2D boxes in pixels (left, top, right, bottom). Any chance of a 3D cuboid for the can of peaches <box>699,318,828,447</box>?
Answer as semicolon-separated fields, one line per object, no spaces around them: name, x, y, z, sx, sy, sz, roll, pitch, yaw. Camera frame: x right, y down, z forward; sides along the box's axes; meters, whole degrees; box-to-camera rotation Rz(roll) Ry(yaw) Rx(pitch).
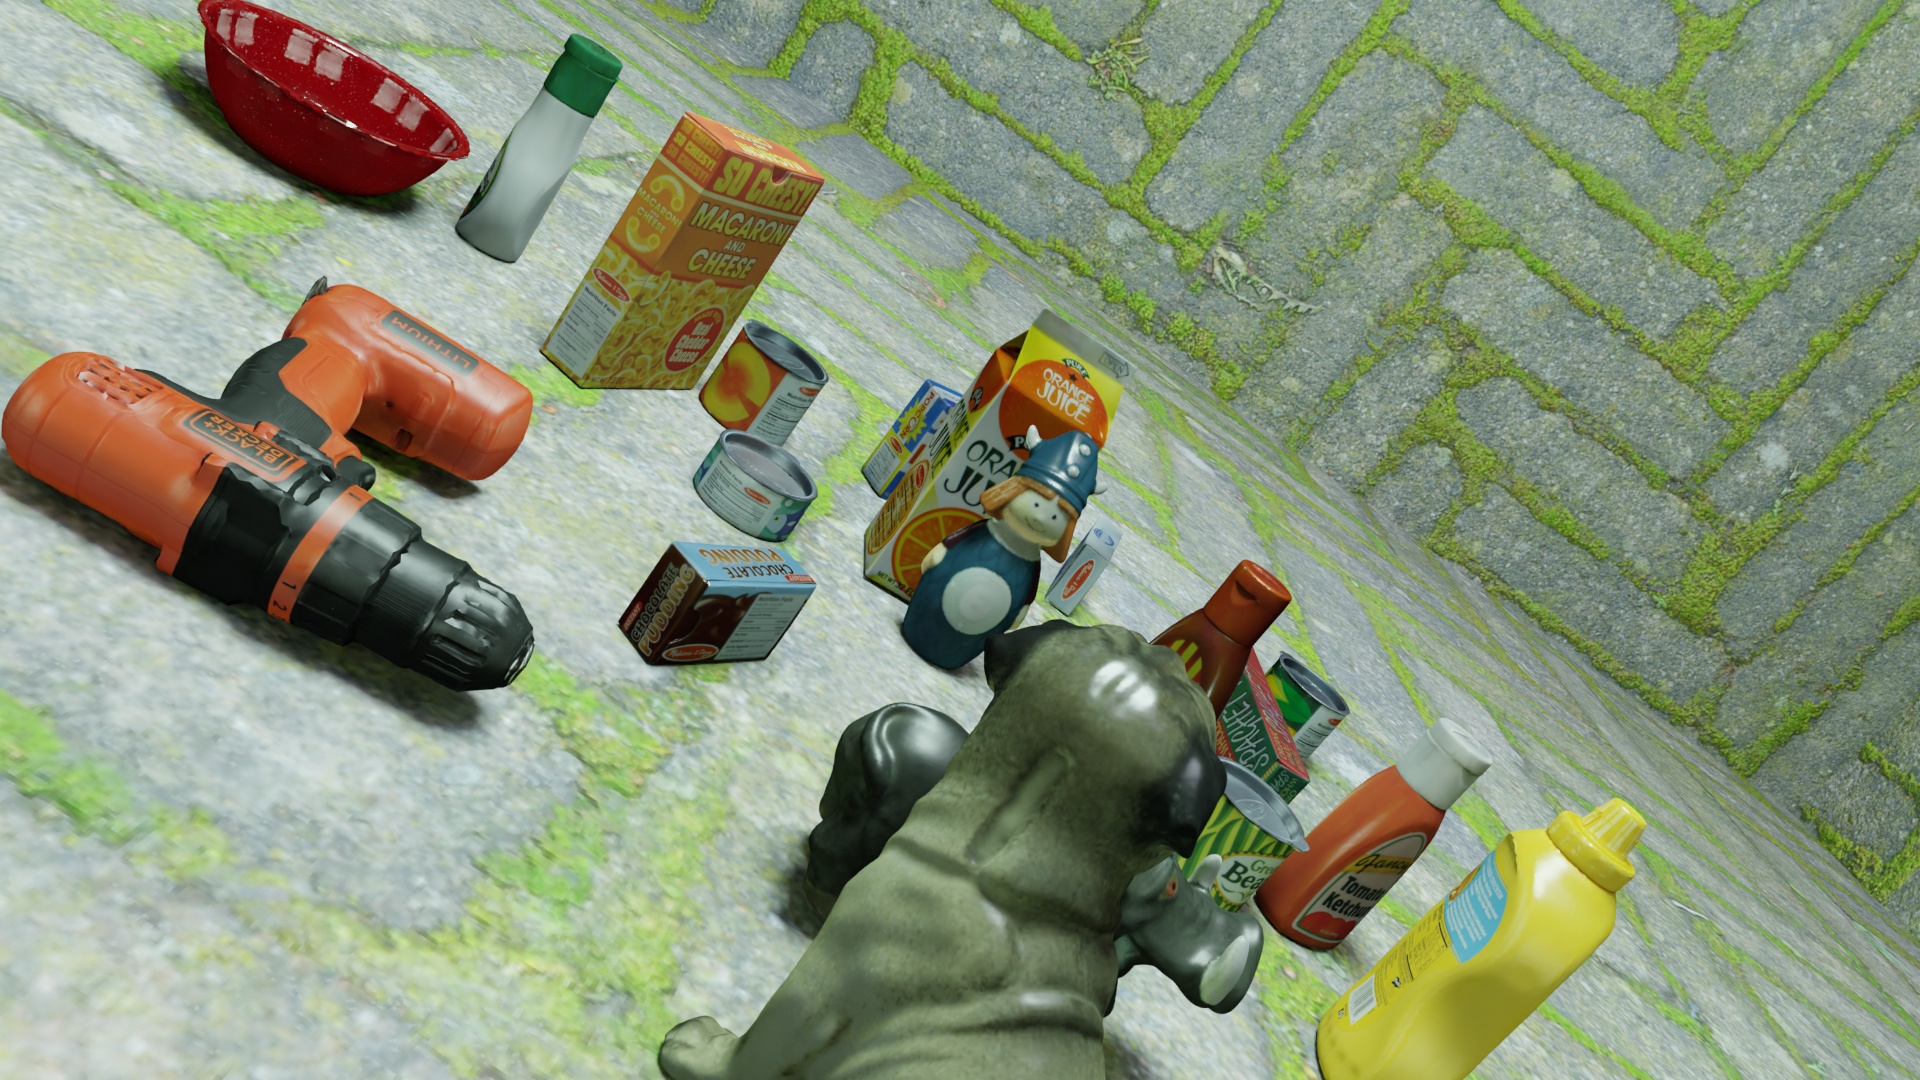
can of peaches;-0.132;-0.104;0.921;0.071;0.058;0.071;33;18;-12

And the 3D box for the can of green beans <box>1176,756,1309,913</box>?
can of green beans;0.146;0.163;0.770;0.071;0.057;0.071;33;18;-12

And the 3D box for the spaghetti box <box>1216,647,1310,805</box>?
spaghetti box;0.198;0.120;0.995;0.028;0.050;0.251;33;18;-11

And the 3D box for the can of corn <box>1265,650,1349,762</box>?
can of corn;0.249;0.128;1.056;0.071;0.058;0.071;33;18;-12

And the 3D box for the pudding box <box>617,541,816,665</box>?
pudding box;-0.109;0.029;0.638;0.030;0.049;0.084;45;19;24

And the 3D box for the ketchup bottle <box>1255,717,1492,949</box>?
ketchup bottle;0.235;0.165;0.785;0.064;0.148;0.044;25;21;-34

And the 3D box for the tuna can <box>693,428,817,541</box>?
tuna can;-0.118;-0.033;0.807;0.071;0.032;0.071;33;18;-12

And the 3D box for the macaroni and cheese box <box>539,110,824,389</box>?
macaroni and cheese box;-0.164;-0.168;0.843;0.040;0.166;0.124;41;17;12

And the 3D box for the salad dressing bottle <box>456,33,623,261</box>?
salad dressing bottle;-0.268;-0.250;0.887;0.044;0.147;0.064;31;18;-20

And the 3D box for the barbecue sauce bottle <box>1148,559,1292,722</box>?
barbecue sauce bottle;0.133;0.078;0.812;0.065;0.148;0.044;47;19;30

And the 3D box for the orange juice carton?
orange juice carton;0.023;-0.047;0.847;0.072;0.192;0.073;32;18;-17

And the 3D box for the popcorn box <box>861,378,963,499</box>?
popcorn box;0.002;-0.057;1.012;0.126;0.085;0.038;20;24;-43

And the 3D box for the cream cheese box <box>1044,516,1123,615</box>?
cream cheese box;0.094;0.018;1.050;0.024;0.053;0.104;38;17;2
